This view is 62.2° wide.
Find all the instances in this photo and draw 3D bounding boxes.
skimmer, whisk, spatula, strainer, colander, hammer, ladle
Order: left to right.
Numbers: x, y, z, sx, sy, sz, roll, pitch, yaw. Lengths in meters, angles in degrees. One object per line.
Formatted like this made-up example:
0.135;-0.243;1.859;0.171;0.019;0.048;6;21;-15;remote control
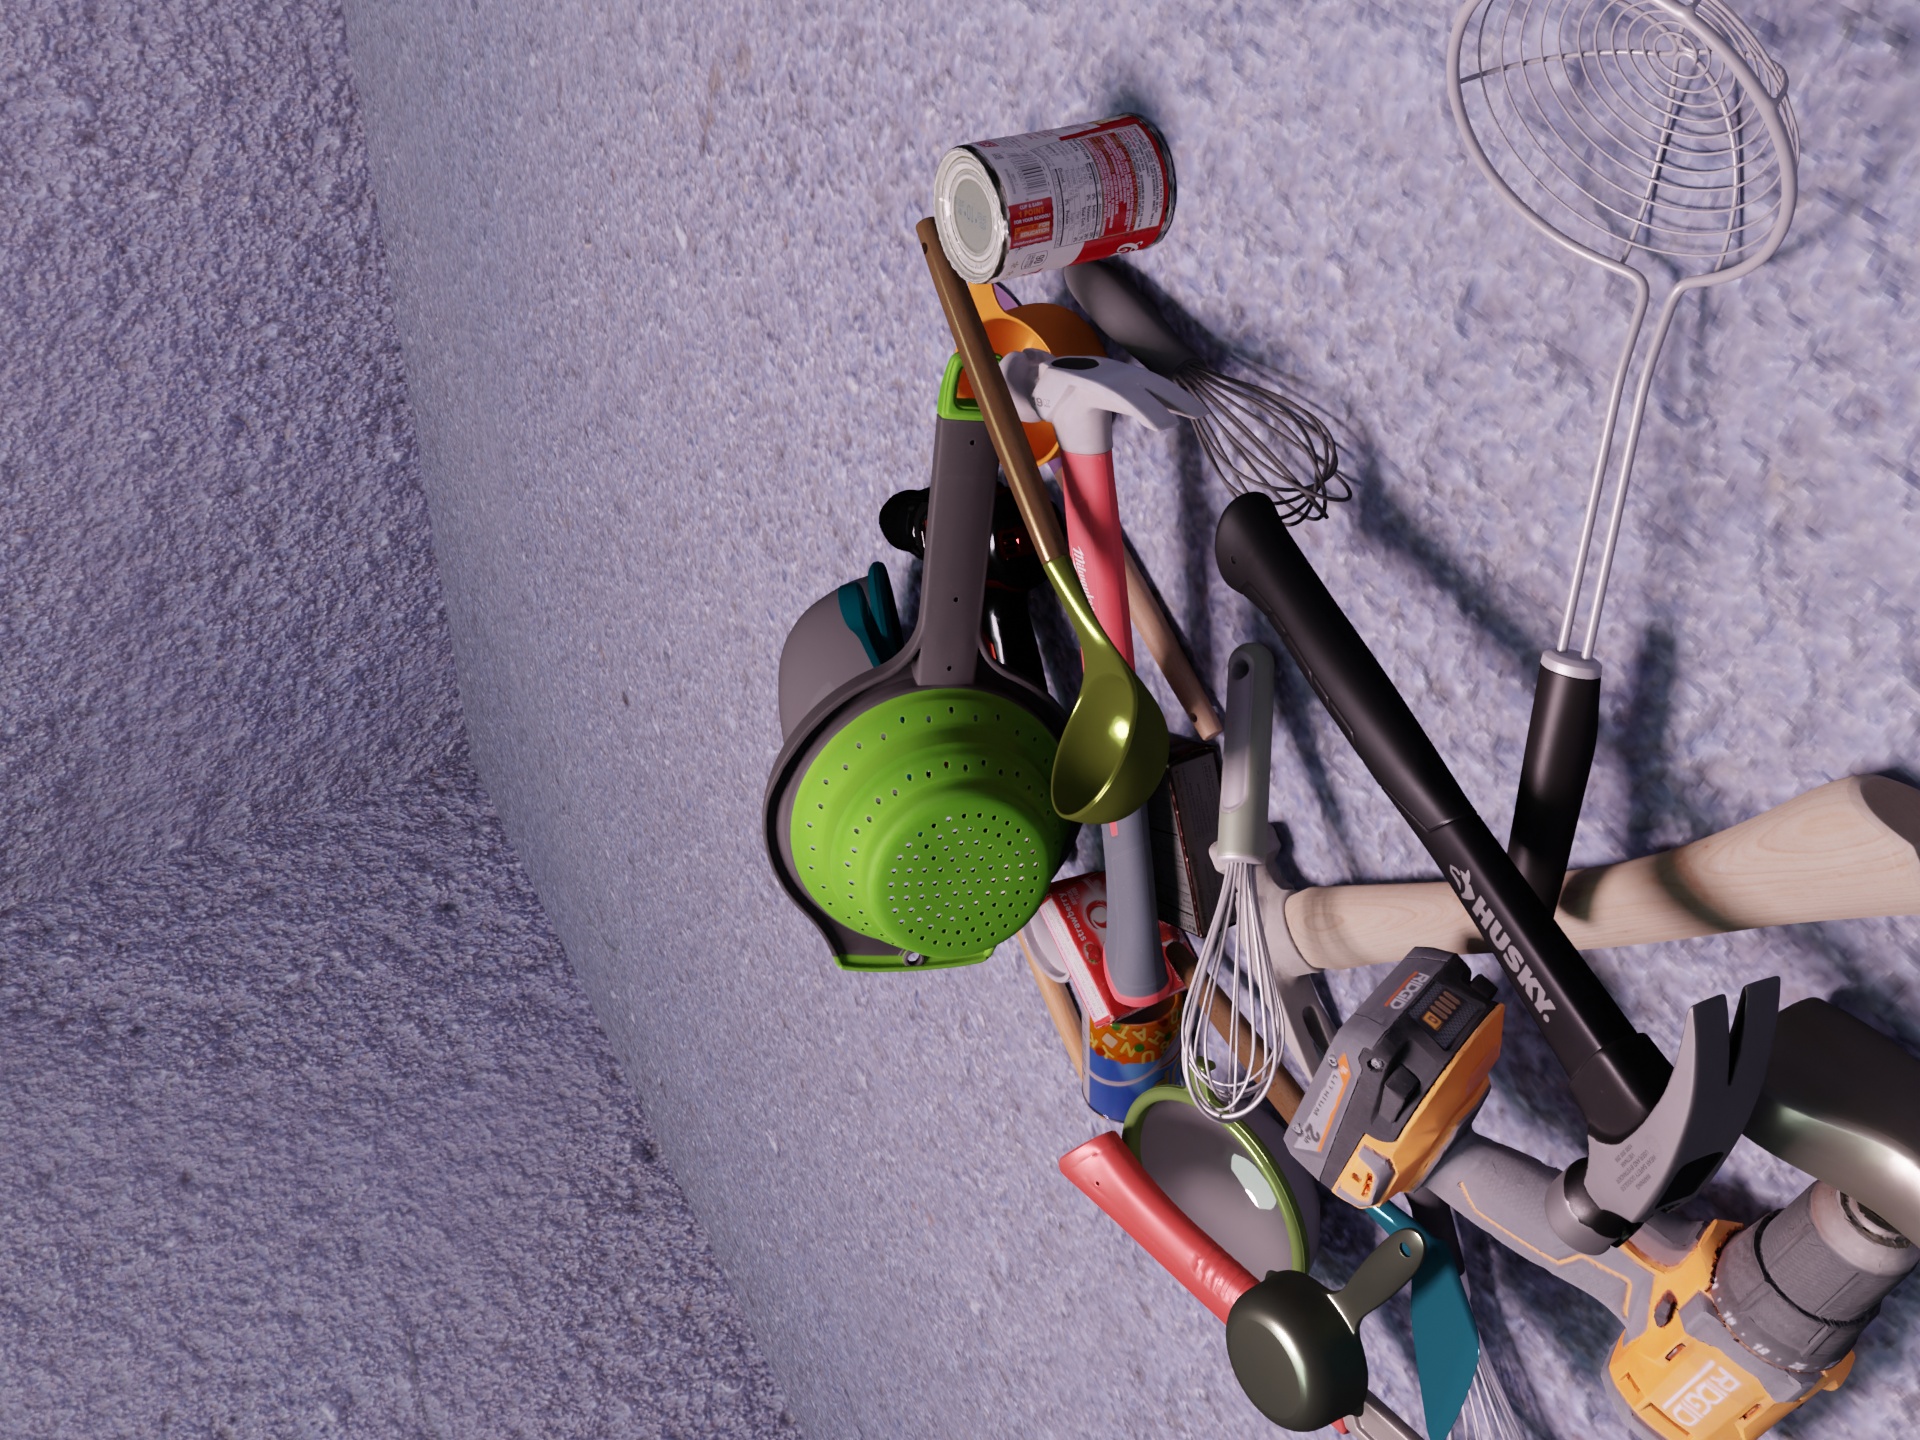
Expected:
-0.085;-0.019;1.079;0.340;0.095;0.211;73;-174;-74;strainer
-0.001;-0.003;0.902;0.095;0.204;0.396;-120;33;-61;colander
0.029;-0.102;0.799;0.078;0.062;0.320;-26;83;62;ladle
0.074;-0.128;0.933;0.316;0.018;0.059;64;145;16;spatula
0.092;-0.002;0.862;0.143;0.038;0.386;32;137;53;hammer
0.115;-0.172;0.791;0.239;0.055;0.055;56;152;39;whisk
0.142;0.079;0.809;0.058;0.059;0.246;-12;69;52;whisk
0.180;0.354;0.882;0.359;0.036;0.149;34;123;44;hammer
0.201;0.320;0.945;0.257;0.069;0.151;53;143;23;strainer
0.186;0.228;0.858;0.318;0.044;0.082;-127;33;-47;spatula
0.188;0.030;0.628;0.146;0.035;0.335;98;153;-51;hammer
0.262;0.328;0.837;0.070;0.070;0.284;-4;99;65;whisk
0.252;0.095;0.708;0.410;0.038;0.146;-26;85;65;hammer
0.210;-0.072;0.570;0.127;0.090;0.363;34;129;51;skimmer

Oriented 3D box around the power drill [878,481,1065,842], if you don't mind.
0.011;-0.049;1.056;0.188;0.080;0.226;20;122;59;power drill

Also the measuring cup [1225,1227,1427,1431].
0.181;0.298;0.791;0.083;0.038;0.167;56;145;31;measuring cup

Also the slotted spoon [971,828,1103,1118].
0.047;0.147;1.181;0.070;0.031;0.314;-32;80;61;slotted spoon

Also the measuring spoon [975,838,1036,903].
0.044;0.107;1.144;0.034;0.018;0.124;58;142;12;measuring spoon

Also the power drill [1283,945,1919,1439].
0.263;0.194;0.668;0.226;0.084;0.185;37;142;24;power drill

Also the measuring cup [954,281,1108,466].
0.033;-0.230;0.885;0.095;0.052;0.173;1;110;49;measuring cup
